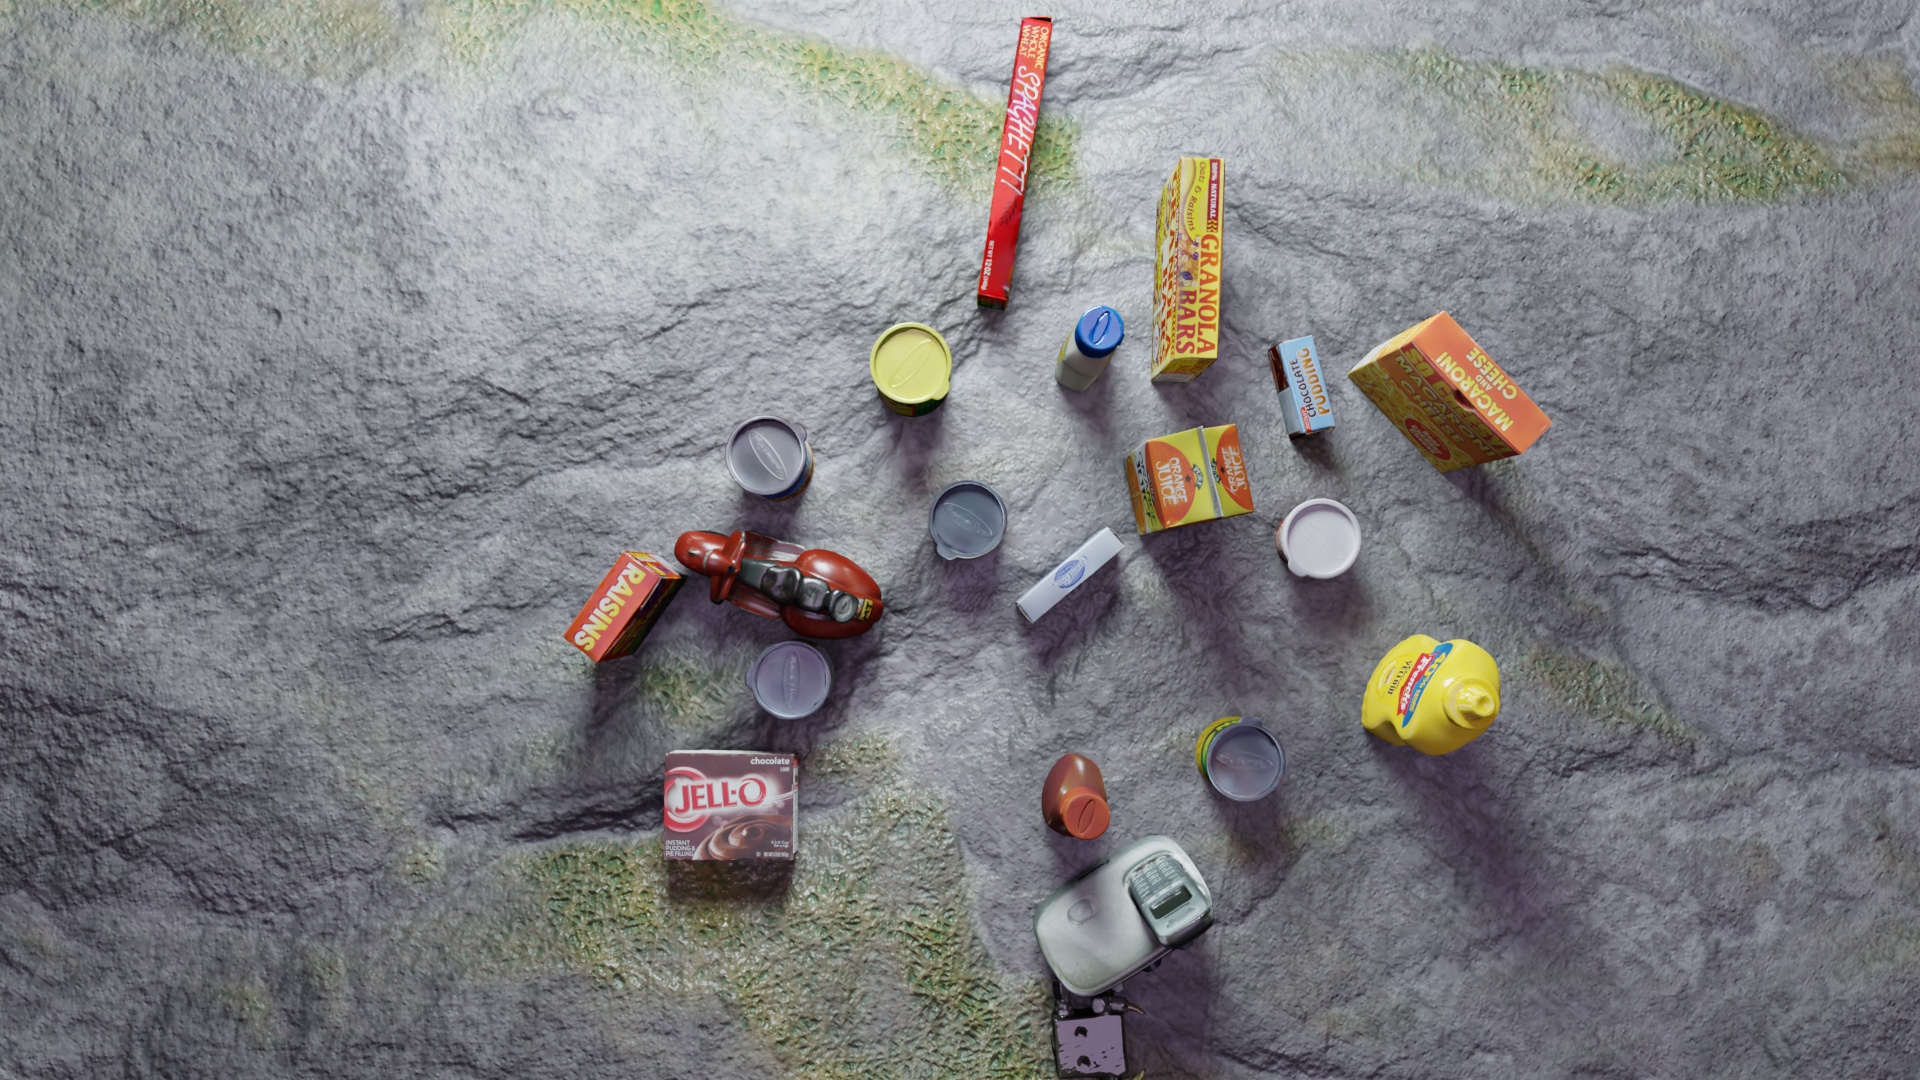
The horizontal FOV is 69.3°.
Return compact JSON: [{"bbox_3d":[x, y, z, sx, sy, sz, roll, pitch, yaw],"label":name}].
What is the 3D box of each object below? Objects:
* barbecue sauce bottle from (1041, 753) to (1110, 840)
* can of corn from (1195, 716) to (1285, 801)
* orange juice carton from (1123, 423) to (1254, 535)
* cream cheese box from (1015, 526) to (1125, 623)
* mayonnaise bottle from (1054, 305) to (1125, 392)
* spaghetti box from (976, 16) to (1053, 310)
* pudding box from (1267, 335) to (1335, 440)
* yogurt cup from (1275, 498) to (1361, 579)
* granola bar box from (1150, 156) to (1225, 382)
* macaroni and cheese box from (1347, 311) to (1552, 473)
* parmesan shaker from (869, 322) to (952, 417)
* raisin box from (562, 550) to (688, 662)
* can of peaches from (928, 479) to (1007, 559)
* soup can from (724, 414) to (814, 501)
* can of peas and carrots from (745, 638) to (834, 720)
[{"bbox_3d":[0.095,0.213,1.133,0.044,0.148,0.065,22,88,0],"label":"barbecue sauce bottle"},{"bbox_3d":[0.237,0.182,1.182,0.071,0.058,0.071,0,88,-1],"label":"can of corn"},{"bbox_3d":[0.185,-0.048,1.125,0.073,0.192,0.072,-11,88,-1],"label":"orange juice carton"},{"bbox_3d":[0.092,0.030,1.189,0.104,0.053,0.024,-40,89,-2],"label":"cream cheese box"},{"bbox_3d":[0.108,-0.163,1.151,0.041,0.148,0.065,24,88,0],"label":"mayonnaise bottle"},{"bbox_3d":[0.047,-0.327,1.207,0.029,0.050,0.250,9,87,-1],"label":"spaghetti box"},{"bbox_3d":[0.294,-0.132,1.202,0.030,0.049,0.083,-14,88,-1],"label":"pudding box"},{"bbox_3d":[0.304,-0.001,1.194,0.072,0.054,0.072,0,88,-1],"label":"yogurt cup"},{"bbox_3d":[0.190,-0.223,1.167,0.039,0.124,0.165,3,88,-1],"label":"granola bar box"},{"bbox_3d":[0.398,-0.117,1.145,0.040,0.166,0.124,-44,89,-2],"label":"macaroni and cheese box"},{"bbox_3d":[-0.039,-0.139,1.170,0.071,0.103,0.071,0,88,-1],"label":"parmesan shaker"},{"bbox_3d":[-0.274,0.054,1.146,0.040,0.123,0.086,36,88,0],"label":"raisin box"},{"bbox_3d":[0.004,-0.015,1.187,0.071,0.058,0.071,0,88,-1],"label":"can of peaches"},{"bbox_3d":[-0.157,-0.070,1.174,0.071,0.084,0.071,0,88,-1],"label":"soup can"},{"bbox_3d":[-0.143,0.117,1.178,0.071,0.058,0.071,0,88,-1],"label":"can of peas and carrots"}]
